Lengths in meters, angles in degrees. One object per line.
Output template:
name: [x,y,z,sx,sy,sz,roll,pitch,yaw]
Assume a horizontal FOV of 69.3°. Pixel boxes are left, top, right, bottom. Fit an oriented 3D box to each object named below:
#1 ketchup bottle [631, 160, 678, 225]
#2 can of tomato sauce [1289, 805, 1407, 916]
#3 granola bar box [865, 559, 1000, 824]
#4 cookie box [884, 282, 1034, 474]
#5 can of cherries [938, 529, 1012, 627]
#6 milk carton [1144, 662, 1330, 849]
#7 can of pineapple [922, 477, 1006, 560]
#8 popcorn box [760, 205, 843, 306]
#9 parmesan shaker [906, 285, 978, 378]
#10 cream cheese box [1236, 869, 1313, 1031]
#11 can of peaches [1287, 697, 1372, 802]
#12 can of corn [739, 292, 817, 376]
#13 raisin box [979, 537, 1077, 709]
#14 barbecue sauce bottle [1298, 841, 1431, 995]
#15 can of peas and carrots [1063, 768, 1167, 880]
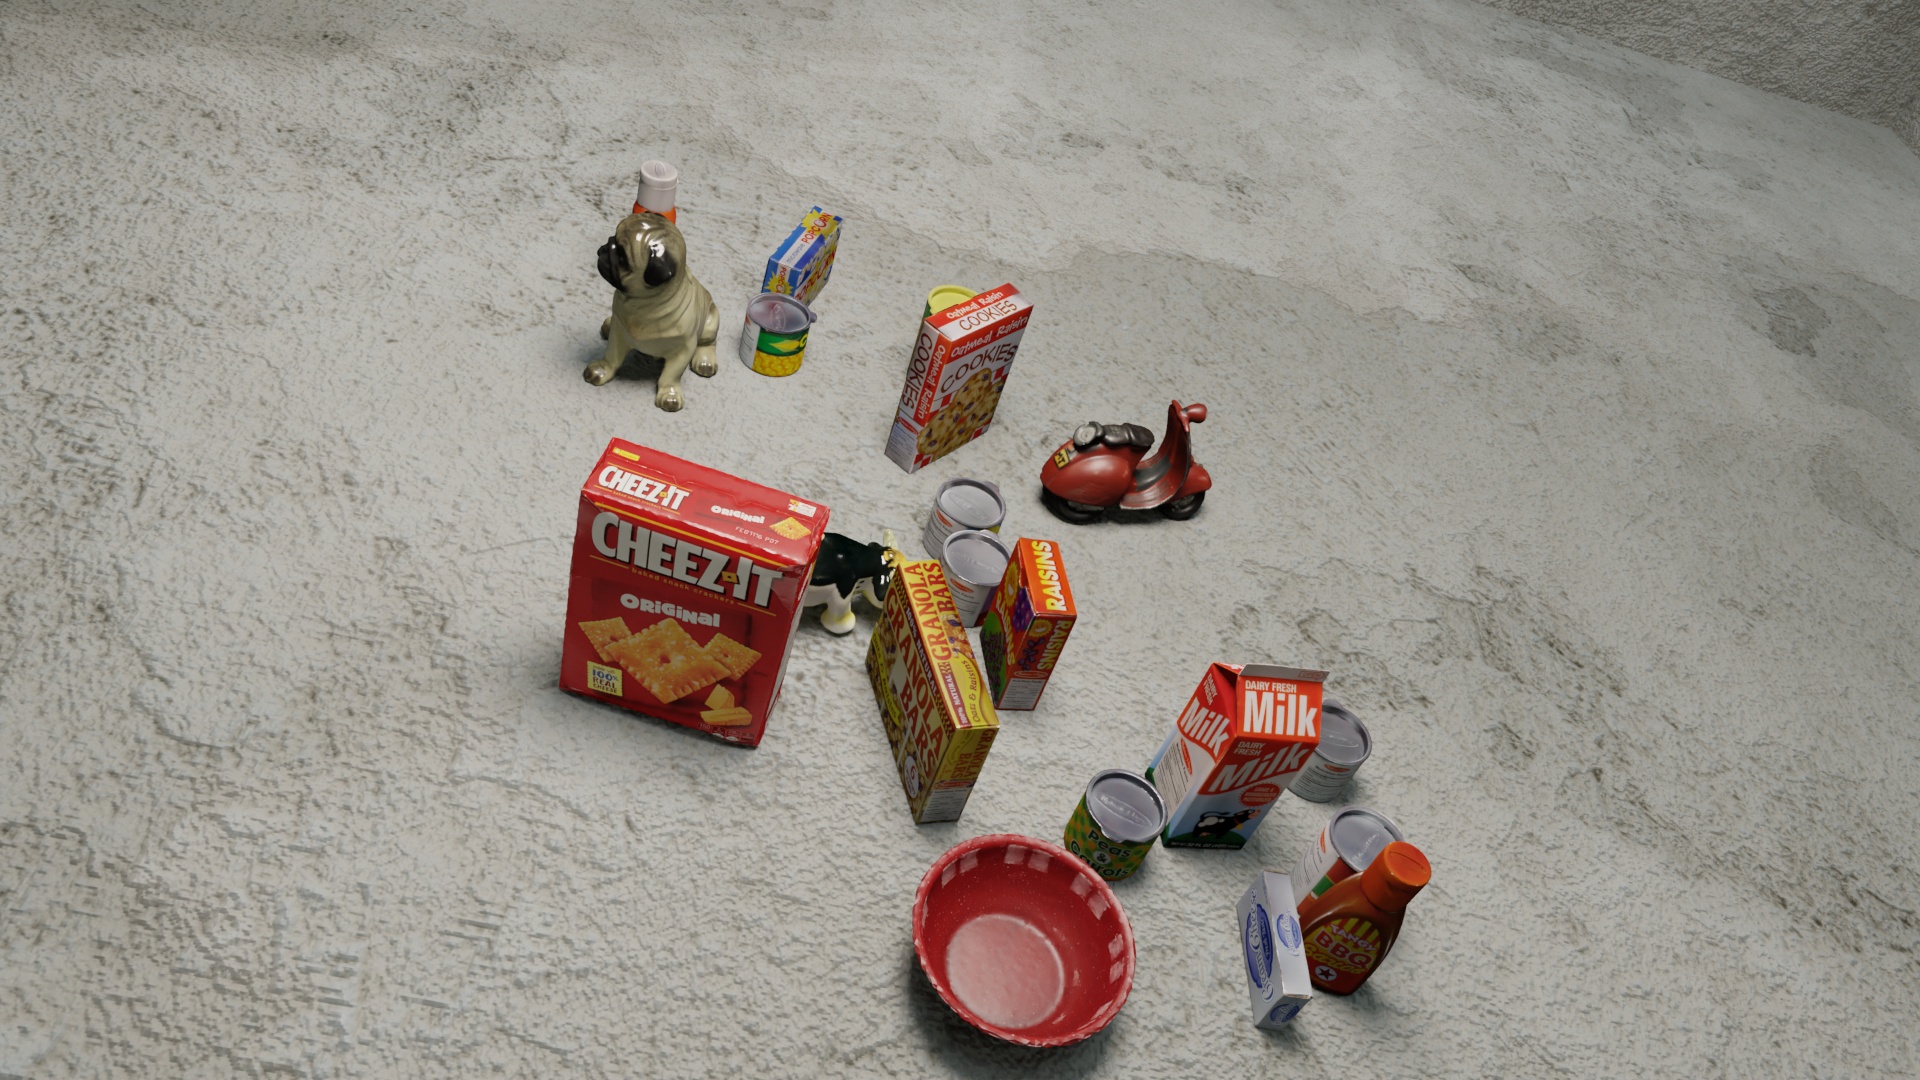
ketchup bottle: [-0.310,-0.309,1.398,0.043,0.148,0.065,0,46,-21]
can of tomato sauce: [0.305,0.260,1.089,0.071,0.082,0.071,11,43,-10]
granola bar box: [-0.026,0.117,1.081,0.039,0.123,0.166,-1,46,-22]
cookie box: [-0.003,-0.157,1.344,0.040,0.166,0.123,40,45,20]
can of cherries: [0.010,0.033,1.231,0.071,0.058,0.072,11,43,-10]
milk carton: [0.216,0.158,1.081,0.072,0.189,0.074,6,44,-16]
can of pineapple: [0.005,-0.016,1.281,0.071,0.057,0.071,11,43,-10]
popcorn box: [-0.171,-0.288,1.477,0.038,0.084,0.127,23,42,3]
parmesan shaker: [-0.016,-0.202,1.433,0.071,0.102,0.072,11,43,-10]
cream cheese box: [0.233,0.305,1.036,0.024,0.053,0.104,11,43,-10]
can of peaches: [0.310,0.180,1.193,0.071,0.057,0.071,11,43,-10]
can of corn: [-0.185,-0.208,1.408,0.071,0.058,0.071,11,43,-10]
raisin box: [0.054,0.071,1.160,0.040,0.122,0.086,5,44,-16]
barbecue sauce bottle: [0.294,0.276,1.020,0.065,0.147,0.044,27,42,8]
can of peas and carrots: [0.119,0.222,1.075,0.071,0.058,0.071,11,43,-10]
